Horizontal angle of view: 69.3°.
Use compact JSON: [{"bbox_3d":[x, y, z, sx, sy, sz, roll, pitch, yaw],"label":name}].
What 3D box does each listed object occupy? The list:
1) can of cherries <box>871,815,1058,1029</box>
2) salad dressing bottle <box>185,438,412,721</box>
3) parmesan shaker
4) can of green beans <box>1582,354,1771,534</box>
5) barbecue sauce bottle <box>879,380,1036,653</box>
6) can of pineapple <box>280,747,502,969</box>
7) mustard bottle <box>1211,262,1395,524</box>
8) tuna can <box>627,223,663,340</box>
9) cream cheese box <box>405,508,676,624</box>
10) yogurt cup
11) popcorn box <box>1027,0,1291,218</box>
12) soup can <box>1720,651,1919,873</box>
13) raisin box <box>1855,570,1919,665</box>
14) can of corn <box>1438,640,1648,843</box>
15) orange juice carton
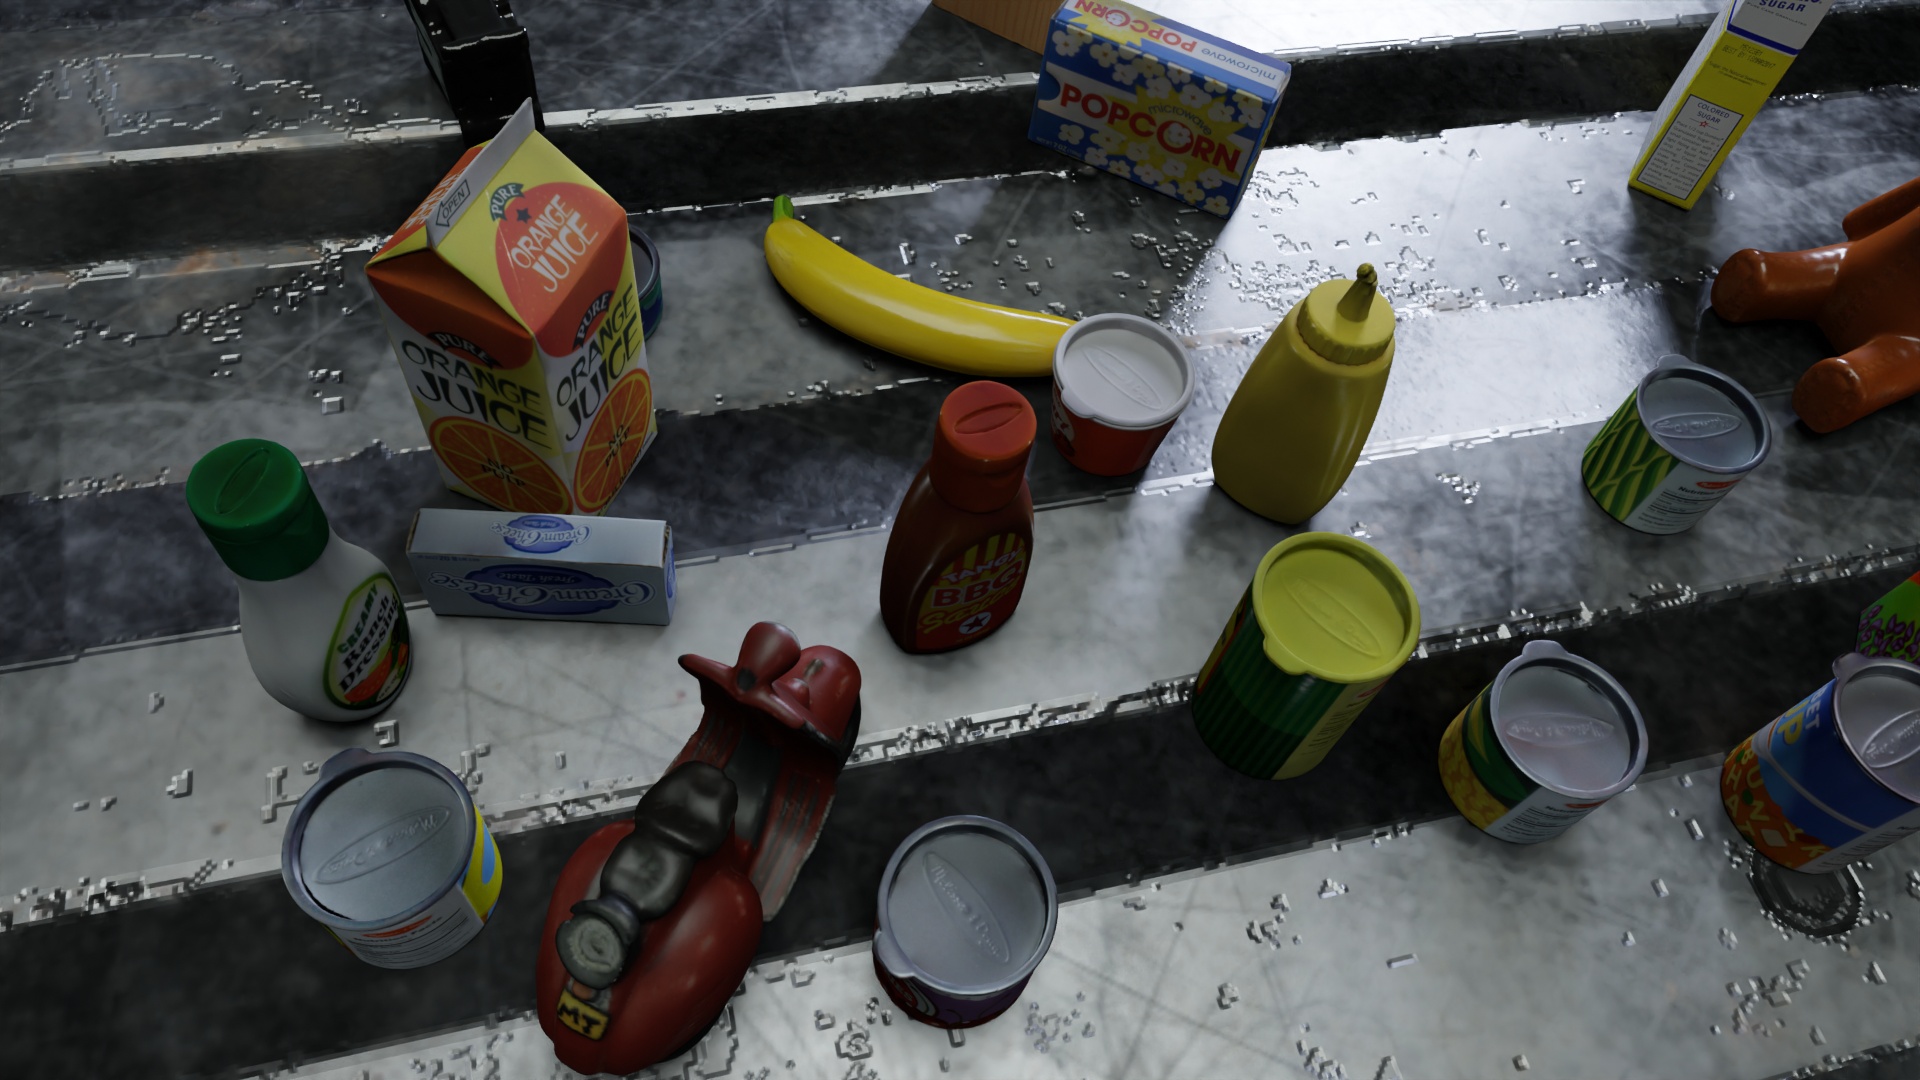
[{"bbox_3d":[-0.002,0.146,0.526,0.071,0.058,0.072,3,58,-5],"label":"can of cherries"},{"bbox_3d":[-0.246,0.018,0.522,0.044,0.147,0.064,18,58,4],"label":"salad dressing bottle"},{"bbox_3d":[0.137,0.052,0.576,0.071,0.102,0.071,3,58,-5],"label":"parmesan shaker"},{"bbox_3d":[0.354,-0.045,0.690,0.071,0.057,0.071,3,58,-5],"label":"can of green beans"},{"bbox_3d":[0.002,-0.007,0.568,0.065,0.147,0.044,-20,63,-18],"label":"barbecue sauce bottle"},{"bbox_3d":[-0.209,0.118,0.517,0.071,0.057,0.071,3,58,-5],"label":"can of pineapple"},{"bbox_3d":[0.159,-0.069,0.620,0.065,0.159,0.049,31,60,12],"label":"mustard bottle"},{"bbox_3d":[-0.182,-0.123,0.684,0.071,0.032,0.071,3,58,-5],"label":"tuna can"},{"bbox_3d":[-0.175,0.012,0.590,0.104,0.053,0.024,3,59,-5],"label":"cream cheese box"},{"bbox_3d":[0.074,-0.068,0.670,0.072,0.053,0.073,3,58,-5],"label":"yogurt cup"},{"bbox_3d":[0.107,-0.239,0.762,0.127,0.084,0.038,24,59,8],"label":"popcorn box"},{"bbox_3d":[0.376,0.095,0.591,0.071,0.083,0.071,3,58,-5],"label":"soup can"},{"bbox_3d":[0.449,0.043,0.609,0.040,0.122,0.086,26,59,9],"label":"raisin box"},{"bbox_3d":[0.246,0.087,0.594,0.071,0.058,0.071,3,58,-5],"label":"can of corn"},{"bbox_3d":[-0.179,-0.086,0.568,0.073,0.191,0.072,22,59,6],"label":"orange juice carton"}]
